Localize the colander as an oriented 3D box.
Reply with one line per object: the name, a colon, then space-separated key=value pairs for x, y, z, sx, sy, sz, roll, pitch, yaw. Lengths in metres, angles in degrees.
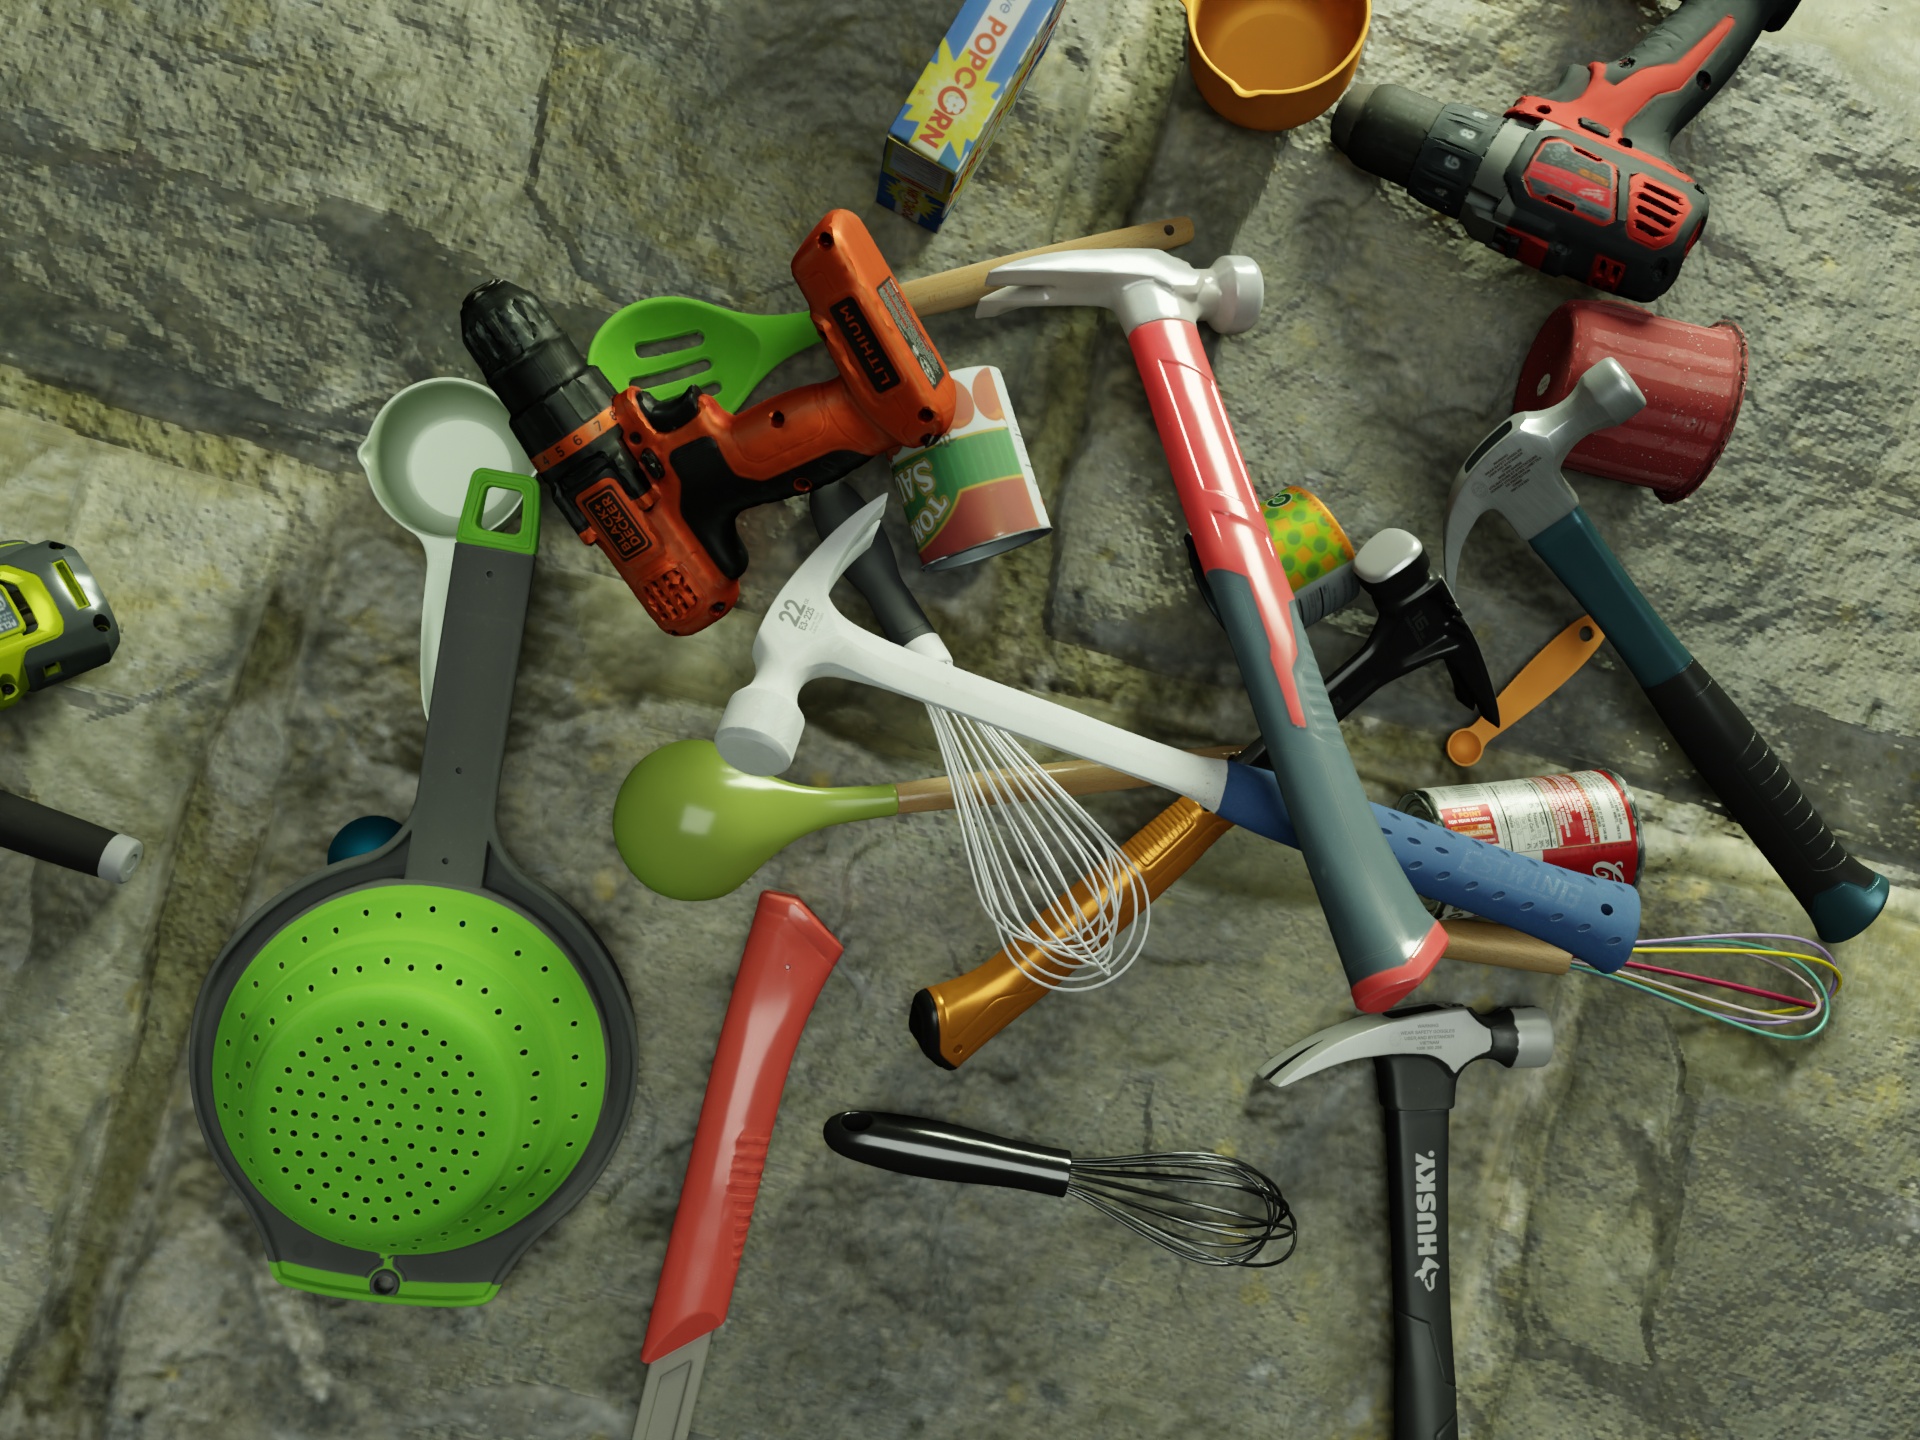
colander: x=-0.236 y=0.084 z=0.706 sx=0.204 sy=0.094 sz=0.397 roll=9 pitch=93 yaw=-9

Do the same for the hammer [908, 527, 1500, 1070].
hammer: x=0.115 y=0.057 z=0.780 sx=0.337 sy=0.034 sz=0.127 roll=-40 pitch=126 yaw=1

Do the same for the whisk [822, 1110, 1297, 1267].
whisk: x=0.050 y=0.225 z=0.777 sx=0.239 sy=0.055 sz=0.055 roll=12 pitch=87 yaw=-1

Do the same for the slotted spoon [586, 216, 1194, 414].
slotted spoon: x=-0.030 y=-0.205 z=0.792 sx=0.313 sy=0.031 sz=0.070 roll=-17 pitch=90 yaw=-8

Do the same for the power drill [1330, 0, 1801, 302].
power drill: x=0.314 y=-0.338 z=0.800 sx=0.188 sy=0.080 sz=0.227 roll=29 pitch=86 yaw=14

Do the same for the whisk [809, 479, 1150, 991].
whisk: x=0.000 y=-0.003 z=0.745 sx=0.070 sy=0.070 sz=0.285 roll=-28 pitch=72 yaw=-6

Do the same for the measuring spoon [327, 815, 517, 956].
measuring spoon: x=-0.250 y=0.095 z=0.759 sx=0.128 sy=0.021 sz=0.042 roll=41 pitch=85 yaw=-2

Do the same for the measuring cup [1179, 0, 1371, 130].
measuring cup: x=0.119 y=-0.357 z=0.804 sx=0.174 sy=0.052 sz=0.095 roll=22 pitch=85 yaw=12

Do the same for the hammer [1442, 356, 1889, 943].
hammer: x=0.362 y=-0.015 z=0.795 sx=0.128 sy=0.033 sz=0.331 roll=-35 pitch=104 yaw=28

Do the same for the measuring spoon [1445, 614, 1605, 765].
measuring spoon: x=0.295 y=-0.017 z=0.830 sx=0.117 sy=0.011 sz=0.021 roll=-41 pitch=95 yaw=-9

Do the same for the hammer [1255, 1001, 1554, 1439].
hammer: x=0.227 y=0.312 z=0.798 sx=0.146 sy=0.035 sz=0.335 roll=-1 pitch=89 yaw=-7

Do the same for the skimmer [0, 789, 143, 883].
skimmer: x=-0.552 y=0.000 z=0.696 sx=0.363 sy=0.090 sz=0.127 roll=21 pitch=79 yaw=-6

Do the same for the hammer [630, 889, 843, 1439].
hammer: x=-0.133 y=0.257 z=0.761 sx=0.149 sy=0.037 sz=0.359 roll=14 pitch=87 yaw=-6

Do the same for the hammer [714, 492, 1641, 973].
hammer: x=0.106 y=0.020 z=0.703 sx=0.405 sy=0.035 sz=0.144 roll=20 pitch=57 yaw=-3

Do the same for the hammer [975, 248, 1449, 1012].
hammer: x=0.115 y=-0.057 z=0.706 sx=0.143 sy=0.038 sz=0.387 roll=-5 pitch=62 yaw=-16

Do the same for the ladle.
ladle: x=-0.009 y=0.035 z=0.785 sx=0.320 sy=0.062 sz=0.078 roll=-6 pitch=92 yaw=-13

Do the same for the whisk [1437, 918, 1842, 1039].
whisk: x=0.329 y=0.126 z=0.814 sx=0.245 sy=0.047 sz=0.051 roll=8 pitch=75 yaw=-2

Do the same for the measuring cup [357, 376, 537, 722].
measuring cup: x=-0.243 y=-0.077 z=0.761 sx=0.083 sy=0.038 sz=0.167 roll=2 pitch=93 yaw=-7

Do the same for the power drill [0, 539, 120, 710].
power drill: x=-0.509 y=-0.087 z=0.685 sx=0.190 sy=0.080 sz=0.228 roll=-29 pitch=90 yaw=-32
